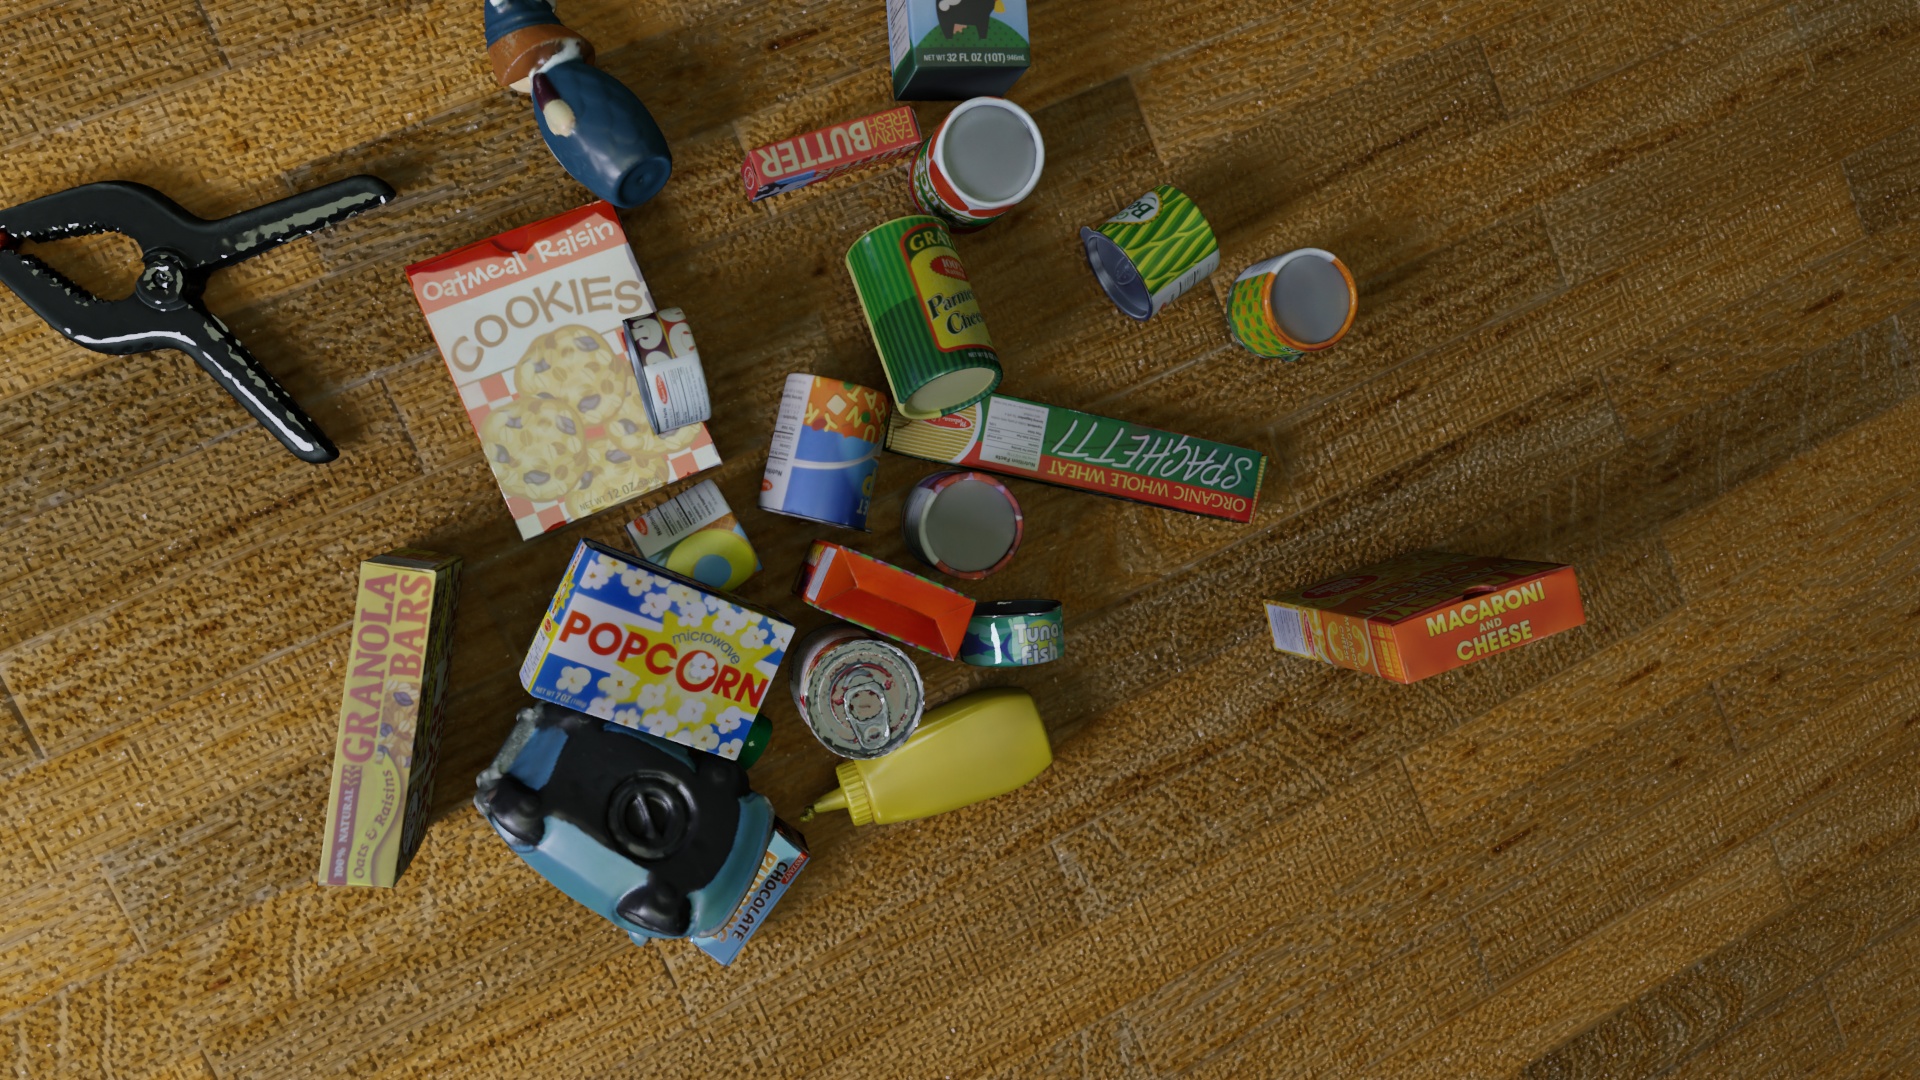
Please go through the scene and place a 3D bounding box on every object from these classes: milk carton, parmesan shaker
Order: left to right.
[{"bbox_3d":[-0.020,-0.132,0.829,0.071,0.071,0.103,-17,73,-12],"label":"parmesan shaker"},{"bbox_3d":[-0.007,-0.369,0.835,0.072,0.073,0.190,-6,93,-13],"label":"milk carton"}]

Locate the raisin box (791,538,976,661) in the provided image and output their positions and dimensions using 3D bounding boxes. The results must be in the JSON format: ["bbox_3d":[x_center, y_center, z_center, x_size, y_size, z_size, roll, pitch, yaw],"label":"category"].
[{"bbox_3d":[-0.048,0.033,0.815,0.086,0.123,0.040,22,87,-13],"label":"raisin box"}]

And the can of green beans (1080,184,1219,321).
[{"bbox_3d":[0.121,-0.182,0.876,0.058,0.071,0.071,-37,100,-10],"label":"can of green beans"}]

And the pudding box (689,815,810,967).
[{"bbox_3d":[-0.128,0.211,0.841,0.030,0.049,0.084,39,84,-10],"label":"pudding box"}]

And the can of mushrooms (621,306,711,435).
[{"bbox_3d":[-0.164,-0.096,0.773,0.033,0.071,0.071,-18,96,-14],"label":"can of mushrooms"}]

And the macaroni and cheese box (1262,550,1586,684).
[{"bbox_3d":[0.283,0.043,0.870,0.124,0.166,0.040,-16,96,-12],"label":"macaroni and cheese box"}]

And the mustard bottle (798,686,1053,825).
[{"bbox_3d":[-0.025,0.141,0.863,0.160,0.049,0.065,-18,96,-11],"label":"mustard bottle"}]

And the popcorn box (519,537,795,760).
[{"bbox_3d":[-0.166,0.061,0.767,0.126,0.038,0.085,24,90,-28],"label":"popcorn box"}]

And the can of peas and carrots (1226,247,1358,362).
[{"bbox_3d":[0.216,-0.151,0.903,0.071,0.059,0.071,-1,93,-13],"label":"can of peas and carrots"}]

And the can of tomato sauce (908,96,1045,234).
[{"bbox_3d":[0.007,-0.224,0.839,0.071,0.083,0.071,0,92,-13],"label":"can of tomato sauce"}]

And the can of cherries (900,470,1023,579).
[{"bbox_3d":[0.003,-0.011,0.858,0.071,0.058,0.071,-1,92,-13],"label":"can of cherries"}]

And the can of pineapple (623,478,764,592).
[{"bbox_3d":[-0.156,0.006,0.819,0.058,0.071,0.071,-30,99,-10],"label":"can of pineapple"}]

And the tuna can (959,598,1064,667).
[{"bbox_3d":[0.033,0.057,0.862,0.071,0.071,0.032,-5,95,-13],"label":"tuna can"}]

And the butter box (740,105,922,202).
[{"bbox_3d":[-0.078,-0.232,0.834,0.104,0.053,0.024,-20,99,-12],"label":"butter box"}]

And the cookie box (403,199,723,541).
[{"bbox_3d":[-0.228,-0.099,0.810,0.123,0.040,0.167,-23,97,-11],"label":"cookie box"}]

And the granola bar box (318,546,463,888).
[{"bbox_3d":[-0.306,0.091,0.756,0.039,0.124,0.165,8,91,-14],"label":"granola bar box"}]

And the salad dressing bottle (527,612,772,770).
[{"bbox_3d":[-0.180,0.085,0.821,0.147,0.064,0.044,36,103,-20],"label":"salad dressing bottle"}]

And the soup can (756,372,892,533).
[{"bbox_3d":[-0.078,-0.052,0.834,0.071,0.071,0.083,13,89,-13],"label":"soup can"}]

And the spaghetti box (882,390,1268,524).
[{"bbox_3d":[0.075,-0.057,0.889,0.250,0.028,0.050,11,90,-13],"label":"spaghetti box"}]
